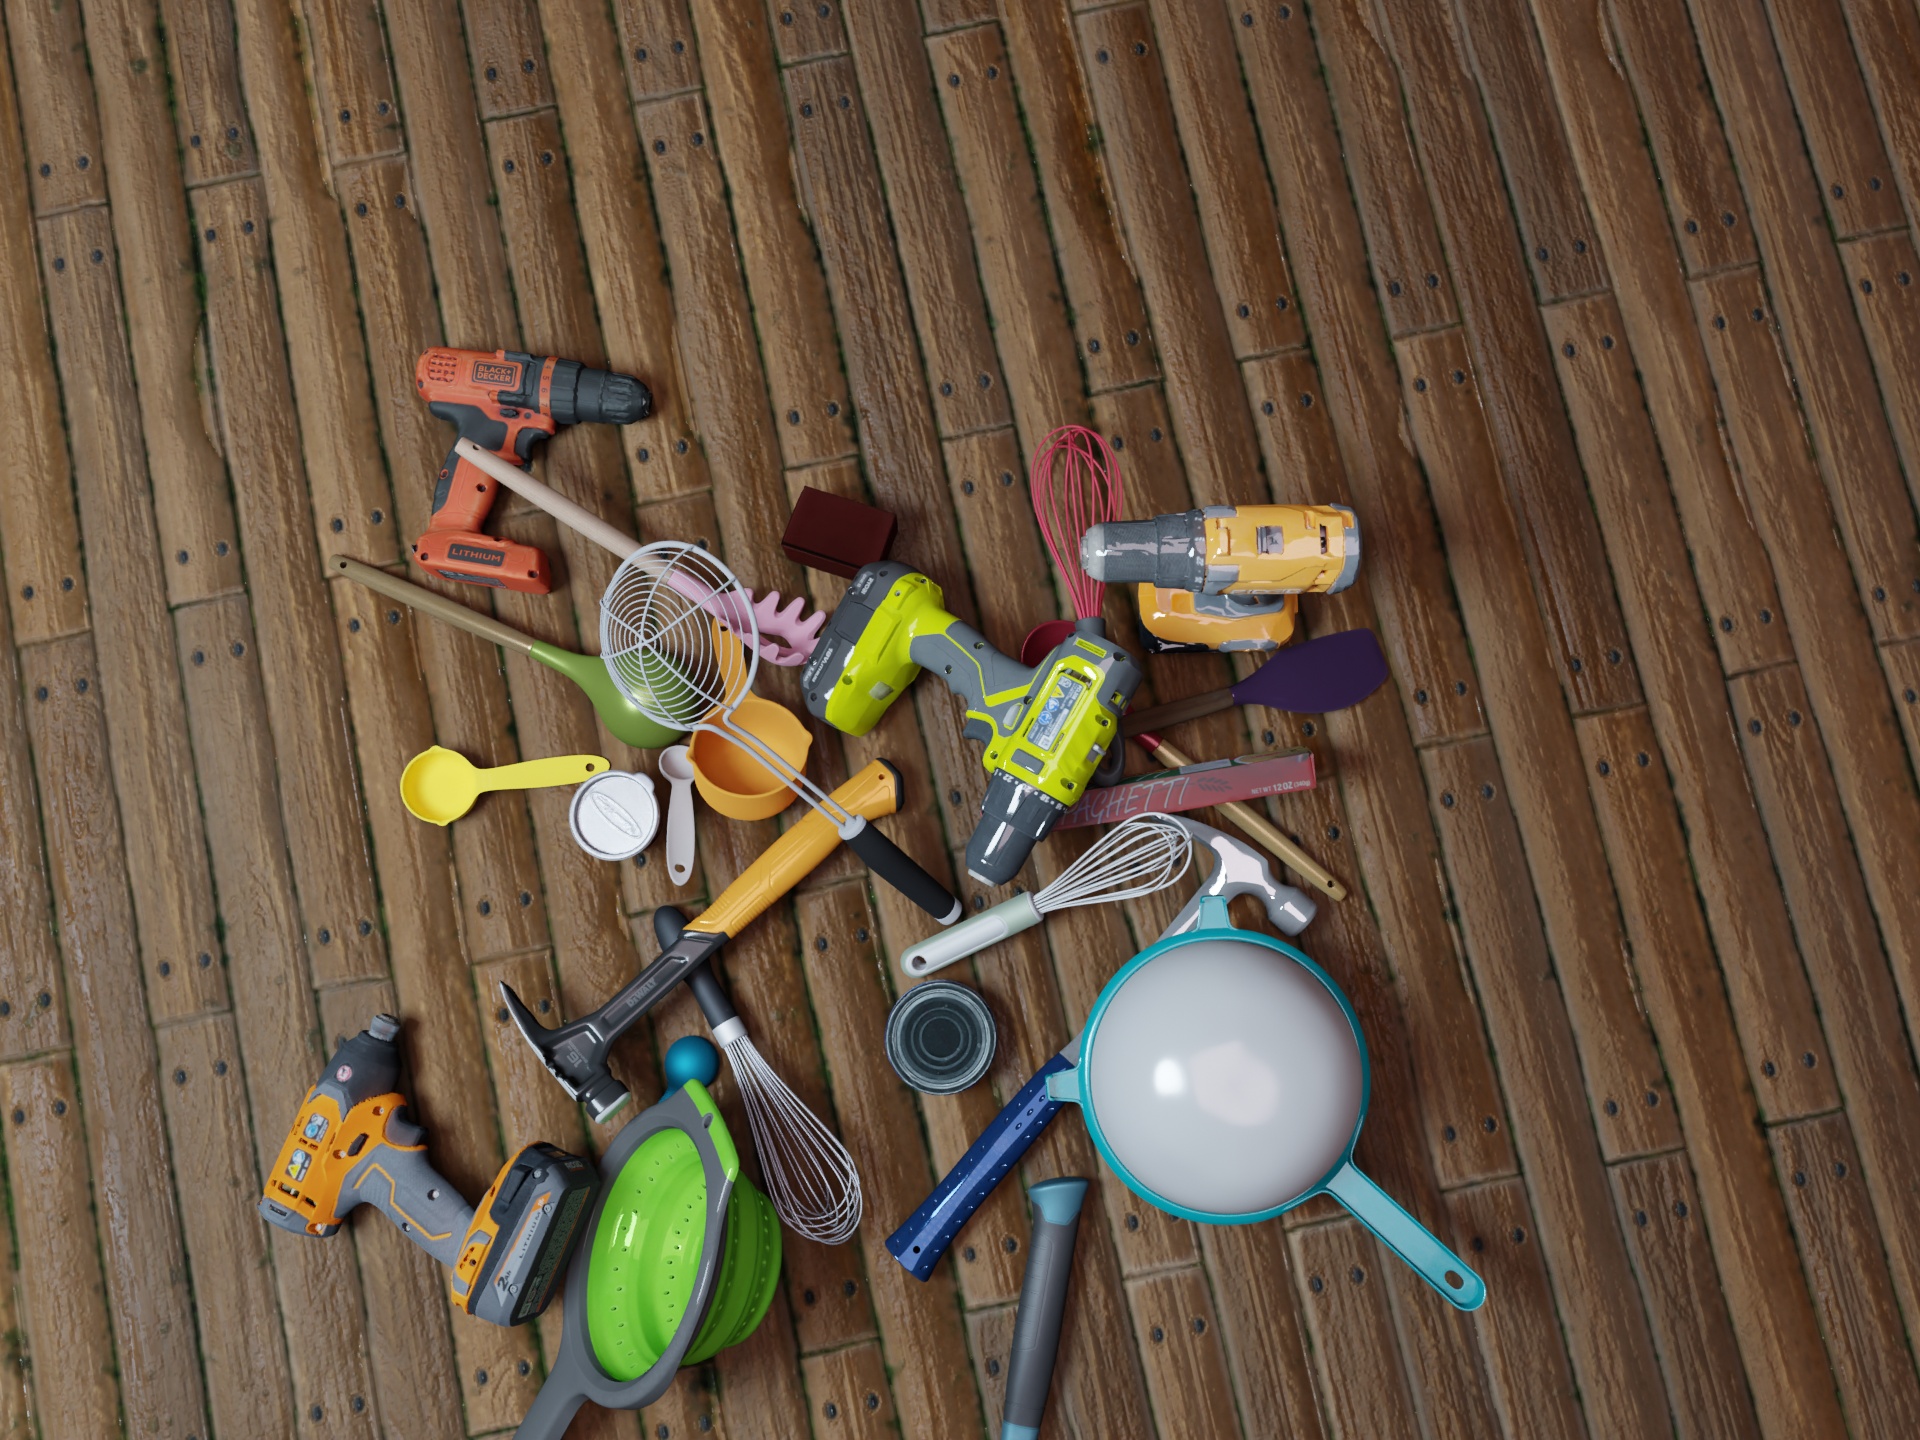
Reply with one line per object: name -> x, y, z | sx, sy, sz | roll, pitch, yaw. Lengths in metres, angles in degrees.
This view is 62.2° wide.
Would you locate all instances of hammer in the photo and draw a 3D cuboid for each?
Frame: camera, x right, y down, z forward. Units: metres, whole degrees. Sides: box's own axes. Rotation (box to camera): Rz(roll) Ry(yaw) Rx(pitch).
hammer -> -0.178, 0.140, 1.190 | 0.337, 0.034, 0.127 | -41, 77, -14
hammer -> 0.046, 0.501, 1.167 | 0.128, 0.033, 0.331 | 10, 83, 2
hammer -> 0.087, 0.246, 1.199 | 0.144, 0.035, 0.405 | 41, 85, 5

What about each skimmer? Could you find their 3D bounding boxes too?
skimmer -> -0.113, 0.021, 1.144 | 0.127, 0.362, 0.090 | -26, 38, 28

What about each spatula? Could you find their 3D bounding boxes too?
spatula -> 0.184, -0.009, 1.220 | 0.316, 0.018, 0.060 | -15, 77, -12

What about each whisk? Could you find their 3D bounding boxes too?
whisk -> -0.156, 0.262, 1.192 | 0.070, 0.070, 0.285 | -31, 78, -4
whisk -> 0.063, 0.136, 1.187 | 0.246, 0.059, 0.058 | -27, 95, 13
whisk -> 0.098, -0.093, 1.210 | 0.073, 0.073, 0.296 | -4, 73, 0

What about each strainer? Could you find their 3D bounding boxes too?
strainer -> 0.237, 0.294, 1.103 | 0.340, 0.095, 0.211 | 41, 86, 6

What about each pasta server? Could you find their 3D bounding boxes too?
pasta server -> -0.242, -0.130, 1.217 | 0.316, 0.040, 0.060 | 32, 44, -9

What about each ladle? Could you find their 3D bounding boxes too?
ladle -> 0.174, 0.035, 1.232 | 0.315, 0.031, 0.069 | 40, 84, 3
ladle -> -0.351, -0.064, 1.245 | 0.320, 0.062, 0.078 | 23, 84, 10

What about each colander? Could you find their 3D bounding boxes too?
colander -> -0.233, 0.452, 1.144 | 0.094, 0.205, 0.397 | 24, 101, -34

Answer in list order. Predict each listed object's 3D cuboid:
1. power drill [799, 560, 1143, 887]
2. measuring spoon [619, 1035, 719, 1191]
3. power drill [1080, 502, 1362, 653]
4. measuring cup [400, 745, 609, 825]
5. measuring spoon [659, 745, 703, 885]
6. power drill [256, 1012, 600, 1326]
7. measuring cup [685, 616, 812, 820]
power drill -> -0.002, -0.004, 1.168 | 0.229, 0.080, 0.190 | 29, 88, 27
measuring spoon -> -0.225, 0.299, 1.200 | 0.042, 0.021, 0.128 | 28, 84, 3
power drill -> 0.174, -0.103, 1.148 | 0.185, 0.226, 0.084 | -1, 82, 0
measuring cup -> -0.353, 0.046, 1.238 | 0.156, 0.029, 0.062 | -7, 82, -13
measuring spoon -> -0.214, 0.074, 1.209 | 0.034, 0.018, 0.124 | 5, 53, -16
power drill -> -0.384, 0.324, 1.160 | 0.226, 0.084, 0.164 | 20, 83, 14
measuring cup -> -0.170, -0.002, 1.232 | 0.095, 0.052, 0.174 | -9, 57, -12
